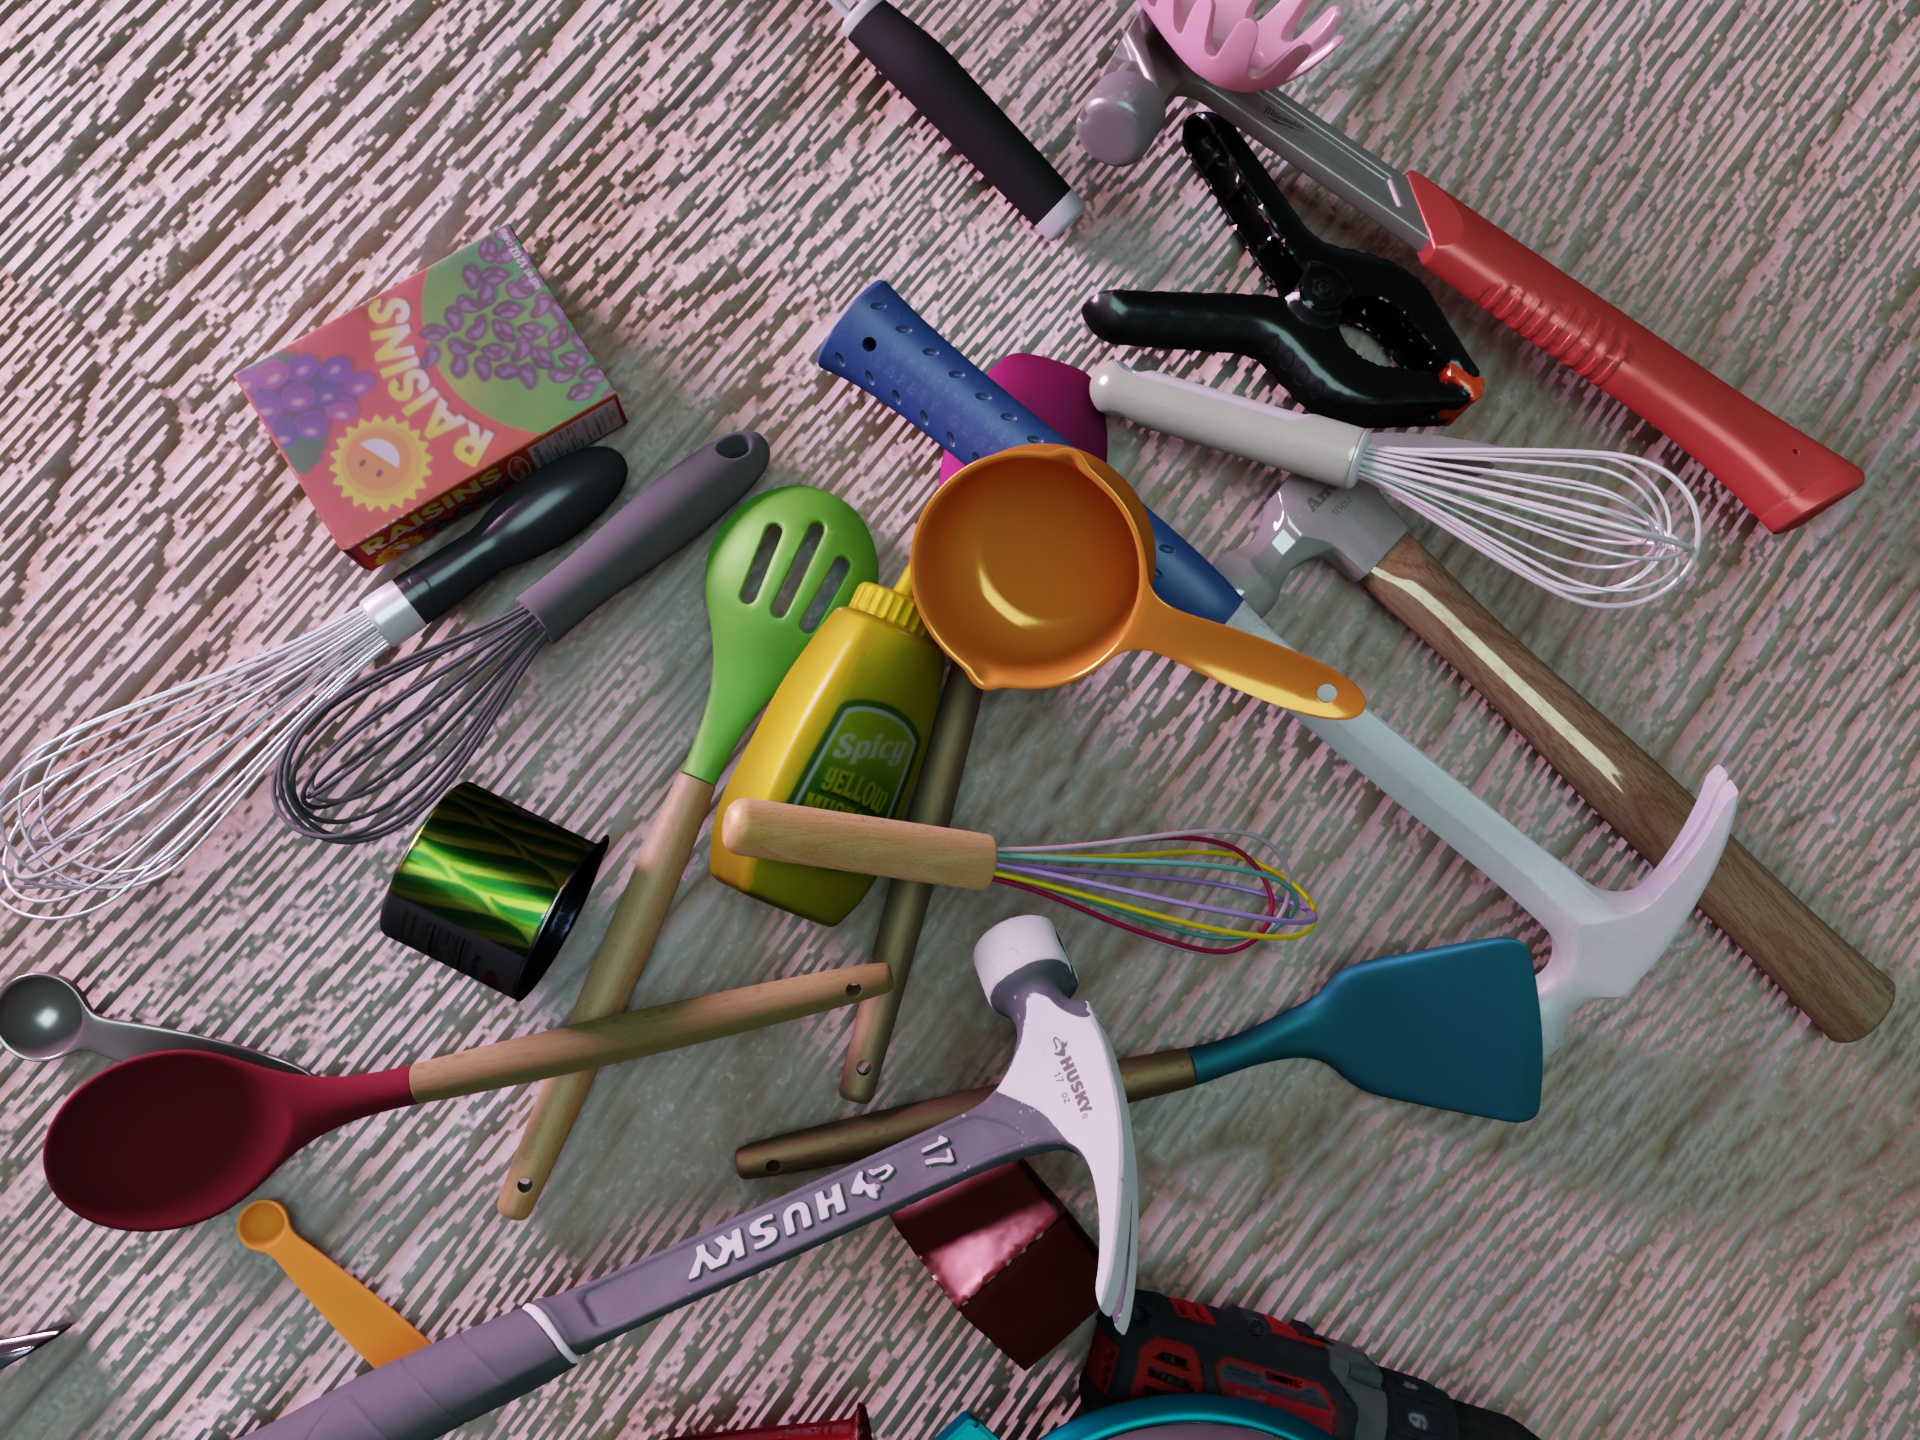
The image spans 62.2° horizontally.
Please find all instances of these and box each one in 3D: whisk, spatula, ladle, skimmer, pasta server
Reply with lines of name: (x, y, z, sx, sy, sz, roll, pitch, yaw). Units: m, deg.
whisk: (0.029, 0.056, 0.610, 0.245, 0.051, 0.047, 10, 60, -19)
whisk: (-0.162, -0.038, 0.617, 0.055, 0.055, 0.239, 46, 71, 1)
spatula: (0.068, 0.146, 0.627, 0.317, 0.044, 0.082, -11, 108, -5)
whisk: (-0.247, -0.022, 0.616, 0.284, 0.070, 0.070, -37, 88, -12)
ladle: (-0.180, 0.130, 0.598, 0.315, 0.031, 0.069, -12, 102, -2)
whisk: (0.166, -0.102, 0.632, 0.246, 0.058, 0.059, 20, 109, 17)
skimmer: (-0.091, -0.333, 0.678, 0.363, 0.090, 0.127, 43, 78, -9)
pasta server: (0.034, -0.352, 0.647, 0.060, 0.040, 0.316, -25, 66, -35)

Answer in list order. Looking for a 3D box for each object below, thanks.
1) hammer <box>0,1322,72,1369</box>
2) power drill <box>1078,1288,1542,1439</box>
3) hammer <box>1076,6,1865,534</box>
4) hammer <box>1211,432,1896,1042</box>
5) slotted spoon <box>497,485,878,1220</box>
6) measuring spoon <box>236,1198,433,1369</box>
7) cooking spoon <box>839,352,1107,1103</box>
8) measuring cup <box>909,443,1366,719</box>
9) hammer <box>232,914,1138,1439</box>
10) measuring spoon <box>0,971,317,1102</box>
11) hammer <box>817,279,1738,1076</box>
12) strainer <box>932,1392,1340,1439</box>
hammer: (-0.427, 0.060, 0.596, 0.143, 0.038, 0.386, -7, 84, -7)
power drill: (0.117, 0.344, 0.594, 0.188, 0.080, 0.227, 17, 79, -3)
hammer: (0.225, -0.197, 0.671, 0.359, 0.036, 0.149, 33, 59, -4)
hammer: (0.262, 0.008, 0.668, 0.331, 0.031, 0.130, 43, 82, 1)
slotted spoon: (-0.112, 0.048, 0.632, 0.070, 0.031, 0.314, 24, 83, -10)
measuring spoon: (-0.230, 0.225, 0.609, 0.117, 0.011, 0.021, 44, 87, -2)
cooking spoon: (-0.001, -0.002, 0.651, 0.068, 0.017, 0.319, 15, 81, -3)
measuring cup: (0.068, -0.044, 0.592, 0.173, 0.052, 0.095, 23, 110, 5)
hammer: (-0.126, 0.215, 0.564, 0.409, 0.036, 0.149, -26, 47, 3)
measuring spoon: (-0.306, 0.125, 0.613, 0.124, 0.018, 0.034, 19, 93, -9)
hammer: (0.116, -0.036, 0.628, 0.405, 0.035, 0.144, 39, 110, 1)
strainer: (0.148, 0.340, 0.512, 0.340, 0.095, 0.211, 4, 77, -5)
